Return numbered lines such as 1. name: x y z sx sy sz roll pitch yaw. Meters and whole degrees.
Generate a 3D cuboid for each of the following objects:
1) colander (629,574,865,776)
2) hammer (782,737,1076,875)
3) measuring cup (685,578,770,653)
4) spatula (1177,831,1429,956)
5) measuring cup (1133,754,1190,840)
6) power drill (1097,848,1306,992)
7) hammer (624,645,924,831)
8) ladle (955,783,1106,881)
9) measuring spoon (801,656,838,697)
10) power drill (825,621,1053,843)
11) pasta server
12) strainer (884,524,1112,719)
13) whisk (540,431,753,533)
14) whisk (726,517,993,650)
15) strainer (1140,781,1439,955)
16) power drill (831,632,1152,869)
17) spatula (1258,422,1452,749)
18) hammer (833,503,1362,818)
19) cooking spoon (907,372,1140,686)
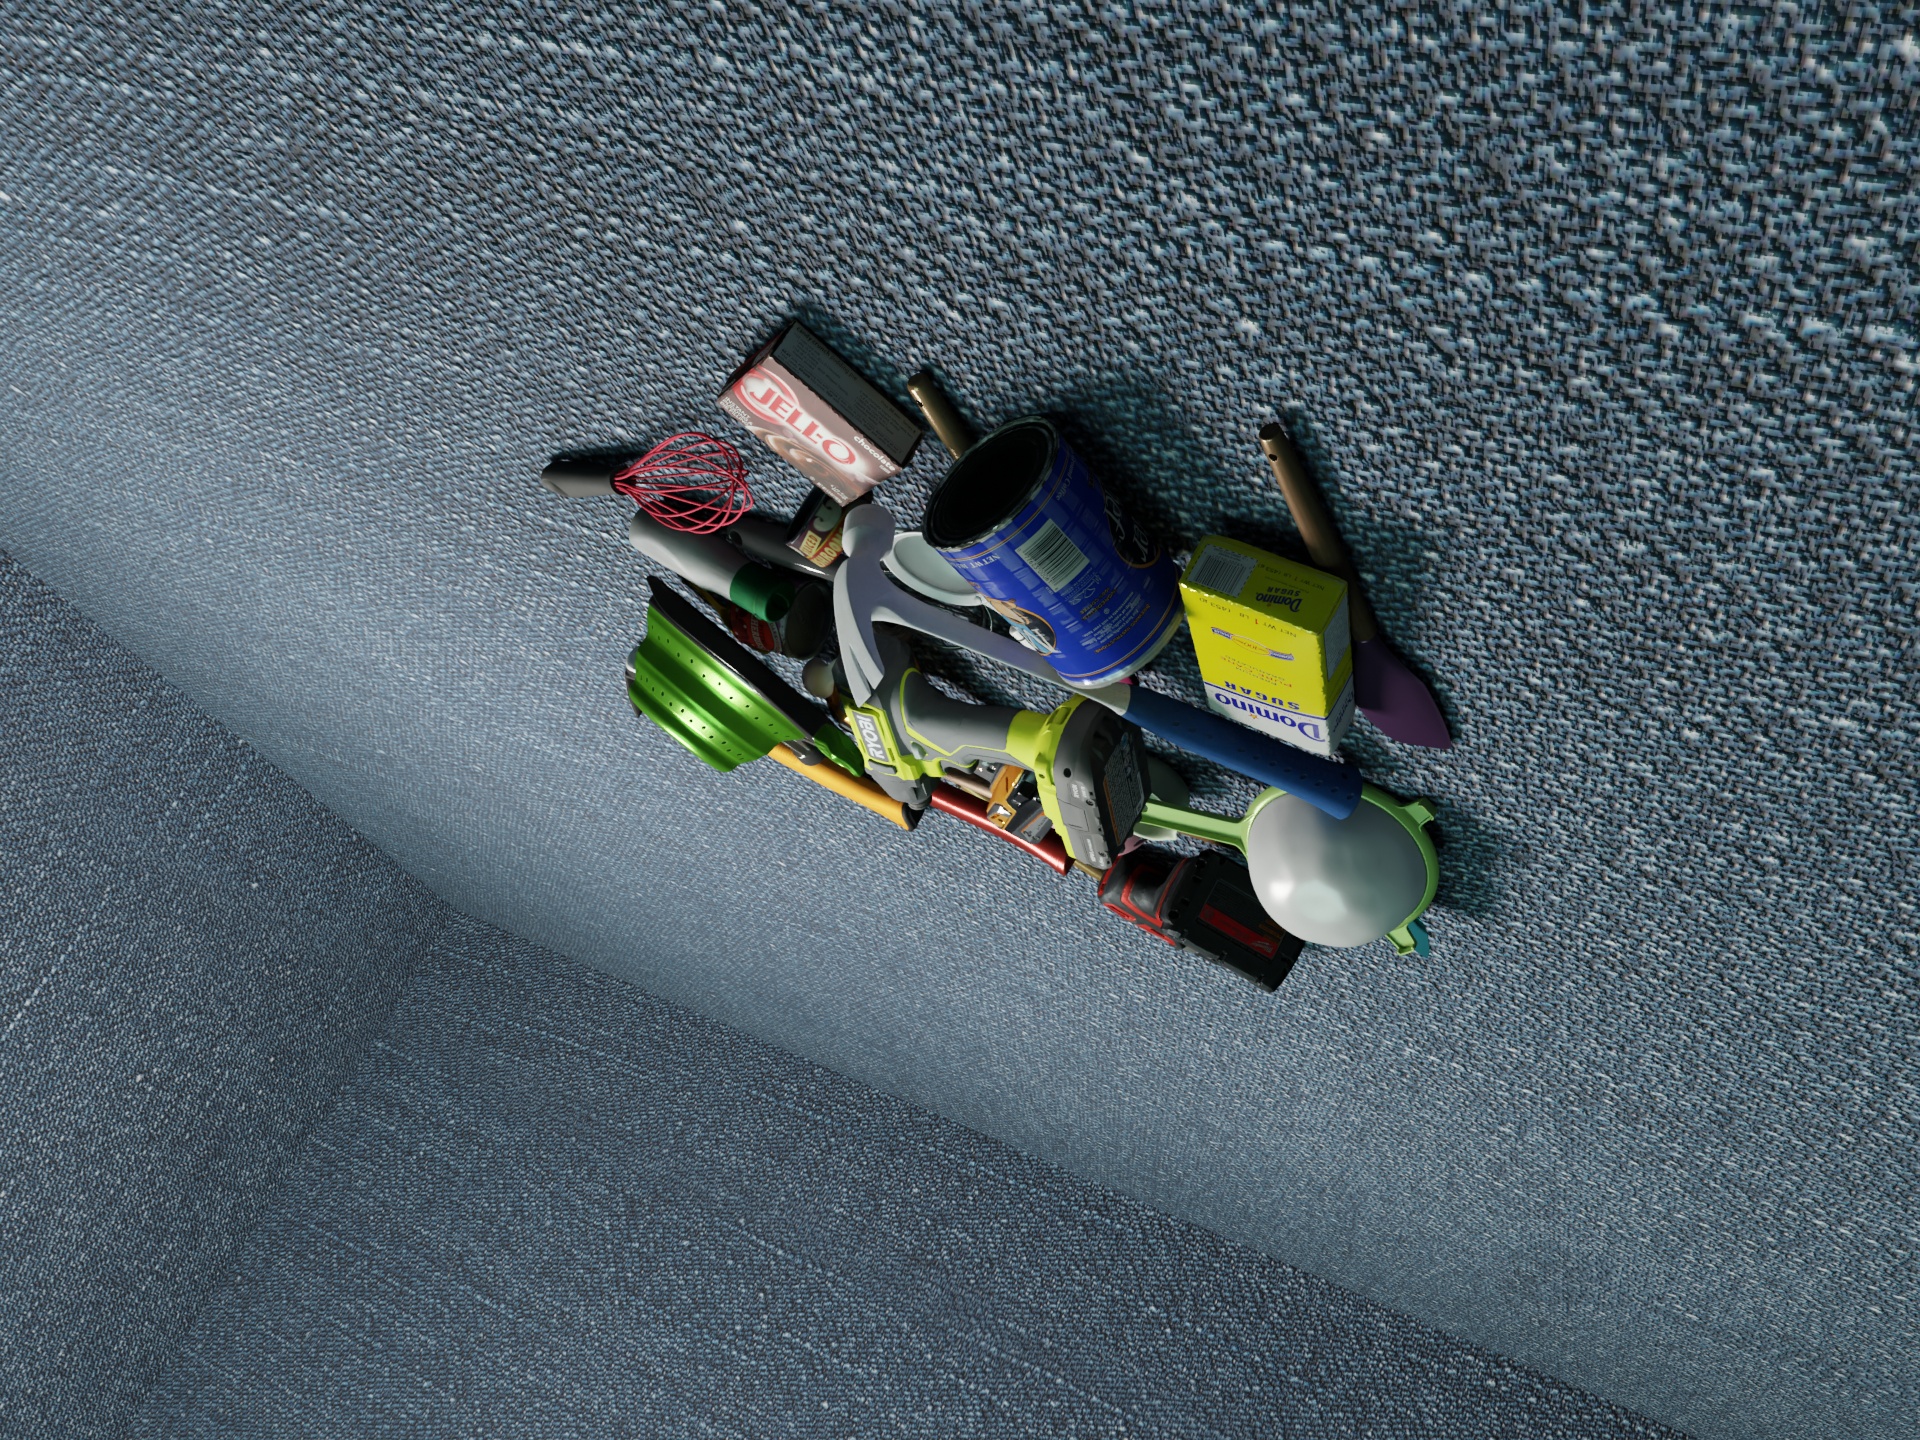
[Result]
1. colander: -0.177 0.000 1.266 0.204 0.094 0.397 41 177 -29
2. hammer: -0.046 0.053 1.448 0.359 0.037 0.149 23 164 32
3. measuring cup: -0.212 -0.120 1.362 0.156 0.029 0.062 45 159 -11
4. spatula: 0.238 0.112 1.315 0.318 0.044 0.082 18 159 26
5. measuring cup: 0.138 0.075 1.337 0.083 0.038 0.167 37 153 -1
6. power drill: 0.230 0.181 1.398 0.188 0.080 0.226 30 172 -6
7. hammer: -0.192 0.030 1.644 0.337 0.034 0.127 27 157 3
8. ladle: 0.118 0.134 1.527 0.315 0.031 0.069 34 158 -10
9. measuring spoon: -0.099 -0.040 1.261 0.124 0.018 0.034 -18 93 61
10. power drill: -0.002 -0.004 1.297 0.226 0.084 0.185 32 156 2
11. pasta server: 0.025 0.054 1.461 0.316 0.040 0.060 23 158 21
12. strainer: 0.038 -0.072 1.121 0.258 0.050 0.087 39 151 -21
13. whisk: -0.249 -0.183 1.219 0.296 0.073 0.073 11 153 49
14. whisk: -0.080 -0.109 1.199 0.239 0.055 0.055 23 158 24
15. strainer: 0.226 0.106 1.202 0.256 0.069 0.151 13 130 22
16. power drill: 0.022 0.028 1.184 0.223 0.080 0.171 15 144 27
17. spatula: 0.234 -0.068 0.956 0.060 0.018 0.315 11 153 37
18. hammer: 0.100 -0.013 1.064 0.405 0.144 0.035 21 137 -20
19. cooking spoon: 0.047 -0.116 1.065 0.069 0.017 0.318 29 164 45
